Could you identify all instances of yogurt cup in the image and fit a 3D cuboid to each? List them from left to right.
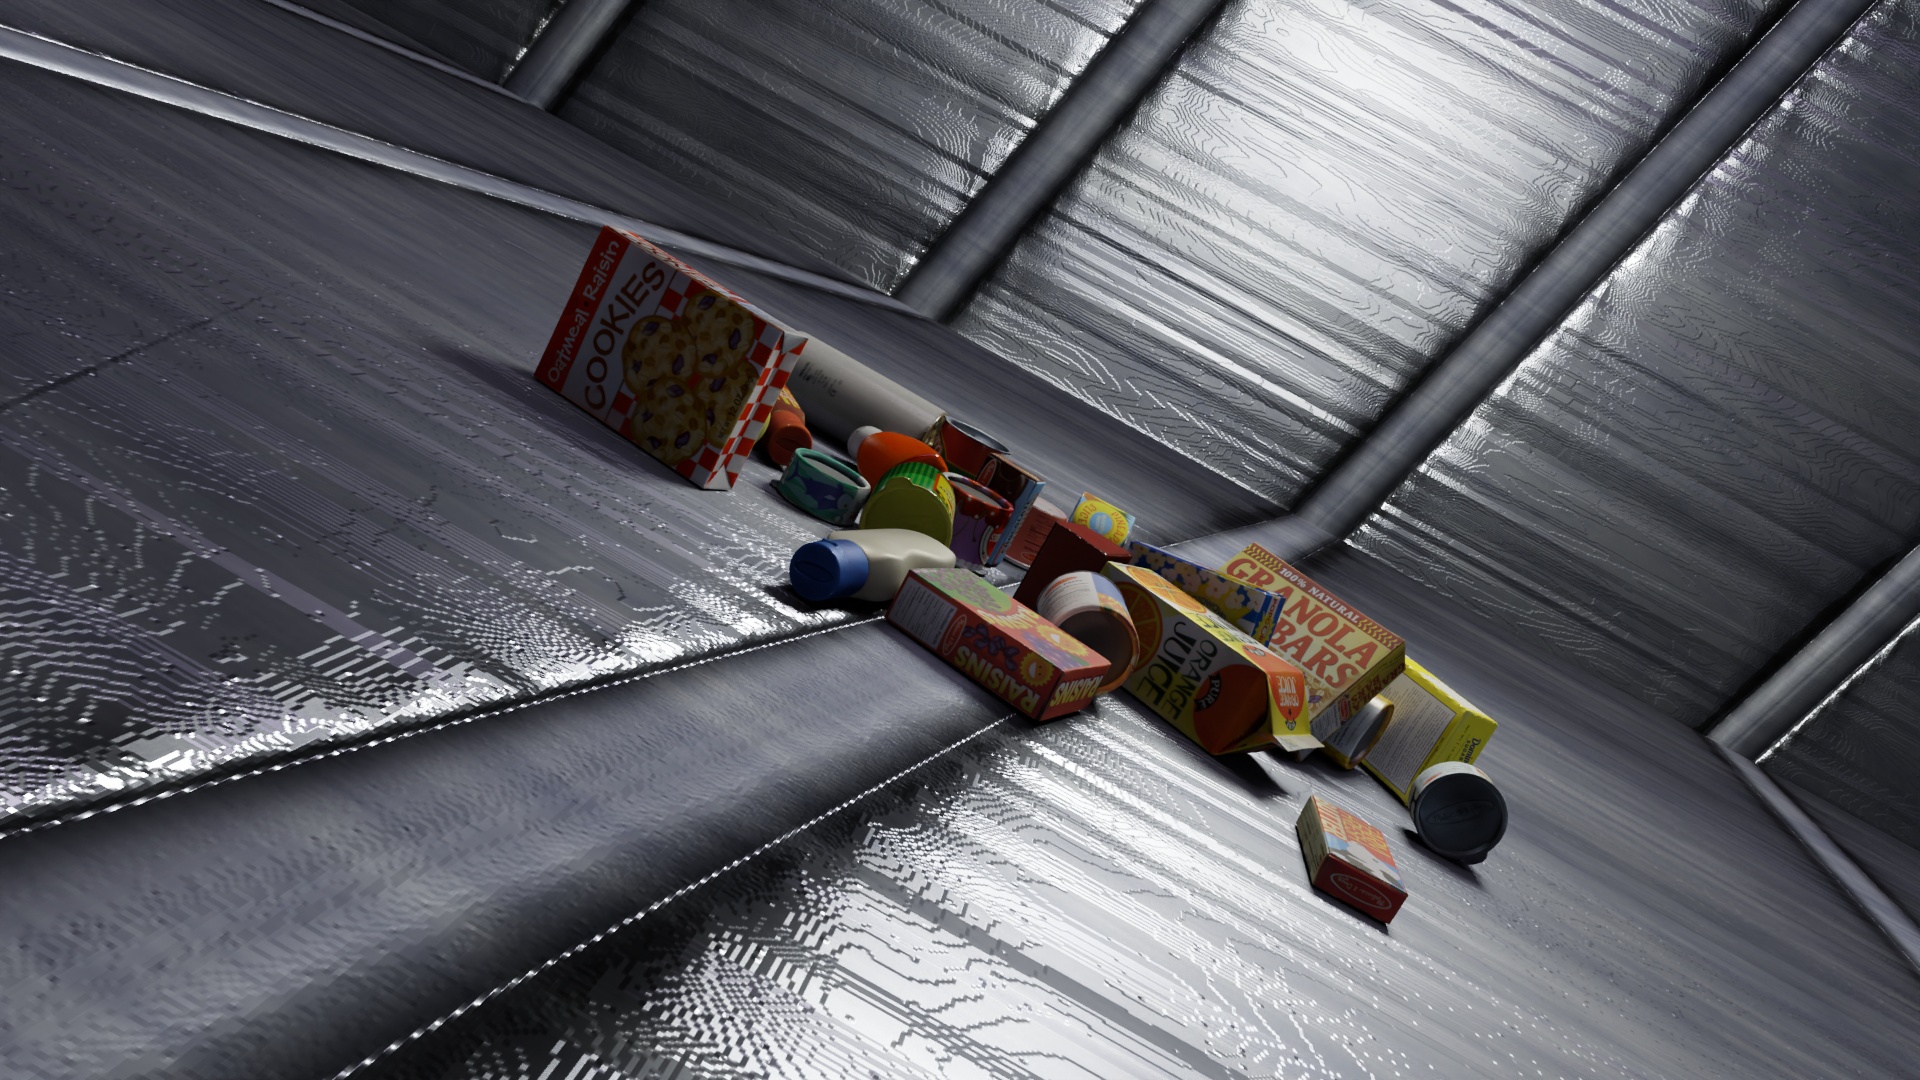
[{"bbox_3d":[0.059,-0.010,1.236,0.072,0.053,0.072,26,13,-6],"label":"yogurt cup"}]

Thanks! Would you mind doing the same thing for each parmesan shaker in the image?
[{"bbox_3d":[-0.037,-0.021,1.028,0.071,0.071,0.103,27,12,-4],"label":"parmesan shaker"}]

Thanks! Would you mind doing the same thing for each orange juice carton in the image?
[{"bbox_3d":[0.175,0.096,1.012,0.193,0.073,0.072,37,15,33],"label":"orange juice carton"}]

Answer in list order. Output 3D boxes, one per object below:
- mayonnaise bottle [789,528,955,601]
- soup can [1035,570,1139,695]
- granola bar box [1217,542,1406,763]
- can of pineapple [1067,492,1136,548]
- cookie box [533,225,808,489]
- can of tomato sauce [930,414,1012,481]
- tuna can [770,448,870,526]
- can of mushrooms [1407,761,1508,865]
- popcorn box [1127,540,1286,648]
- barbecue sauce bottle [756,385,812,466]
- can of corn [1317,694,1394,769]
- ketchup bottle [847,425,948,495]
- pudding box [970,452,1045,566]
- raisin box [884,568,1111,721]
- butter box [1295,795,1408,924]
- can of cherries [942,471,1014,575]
[{"bbox_3d":[-0.059,0.016,0.900,0.065,0.041,0.148,21,10,22],"label":"mayonnaise bottle"},{"bbox_3d":[0.089,0.066,0.967,0.071,0.071,0.084,27,13,-7],"label":"soup can"},{"bbox_3d":[0.253,0.085,1.119,0.166,0.124,0.039,39,-22,42],"label":"granola bar box"},{"bbox_3d":[0.130,-0.007,1.346,0.058,0.071,0.071,28,12,2],"label":"can of pineapple"},{"bbox_3d":[-0.207,-0.129,0.977,0.168,0.122,0.040,32,11,18],"label":"cookie box"},{"bbox_3d":[-0.004,-0.058,1.223,0.071,0.083,0.071,27,12,-6],"label":"can of tomato sauce"},{"bbox_3d":[-0.106,-0.042,1.055,0.071,0.032,0.071,27,12,-6],"label":"tuna can"},{"bbox_3d":[0.367,0.201,1.026,0.071,0.071,0.033,29,11,3],"label":"can of mushrooms"},{"bbox_3d":[0.178,0.060,1.084,0.127,0.085,0.038,23,6,35],"label":"popcorn box"},{"bbox_3d":[-0.159,-0.103,1.166,0.065,0.043,0.149,23,14,-28],"label":"barbecue sauce bottle"},{"bbox_3d":[0.310,0.143,1.128,0.058,0.071,0.071,36,14,29],"label":"can of corn"},{"bbox_3d":[-0.062,-0.068,1.202,0.043,0.065,0.149,68,-12,-23],"label":"ketchup bottle"},{"bbox_3d":[0.029,-0.026,1.164,0.050,0.083,0.030,31,12,16],"label":"pudding box"},{"bbox_3d":[0.025,0.065,0.890,0.123,0.040,0.086,32,12,23],"label":"raisin box"},{"bbox_3d":[0.240,0.195,0.860,0.053,0.024,0.104,28,12,3],"label":"butter box"},{"bbox_3d":[0.004,-0.014,1.121,0.071,0.058,0.071,26,12,-6],"label":"can of cherries"}]
